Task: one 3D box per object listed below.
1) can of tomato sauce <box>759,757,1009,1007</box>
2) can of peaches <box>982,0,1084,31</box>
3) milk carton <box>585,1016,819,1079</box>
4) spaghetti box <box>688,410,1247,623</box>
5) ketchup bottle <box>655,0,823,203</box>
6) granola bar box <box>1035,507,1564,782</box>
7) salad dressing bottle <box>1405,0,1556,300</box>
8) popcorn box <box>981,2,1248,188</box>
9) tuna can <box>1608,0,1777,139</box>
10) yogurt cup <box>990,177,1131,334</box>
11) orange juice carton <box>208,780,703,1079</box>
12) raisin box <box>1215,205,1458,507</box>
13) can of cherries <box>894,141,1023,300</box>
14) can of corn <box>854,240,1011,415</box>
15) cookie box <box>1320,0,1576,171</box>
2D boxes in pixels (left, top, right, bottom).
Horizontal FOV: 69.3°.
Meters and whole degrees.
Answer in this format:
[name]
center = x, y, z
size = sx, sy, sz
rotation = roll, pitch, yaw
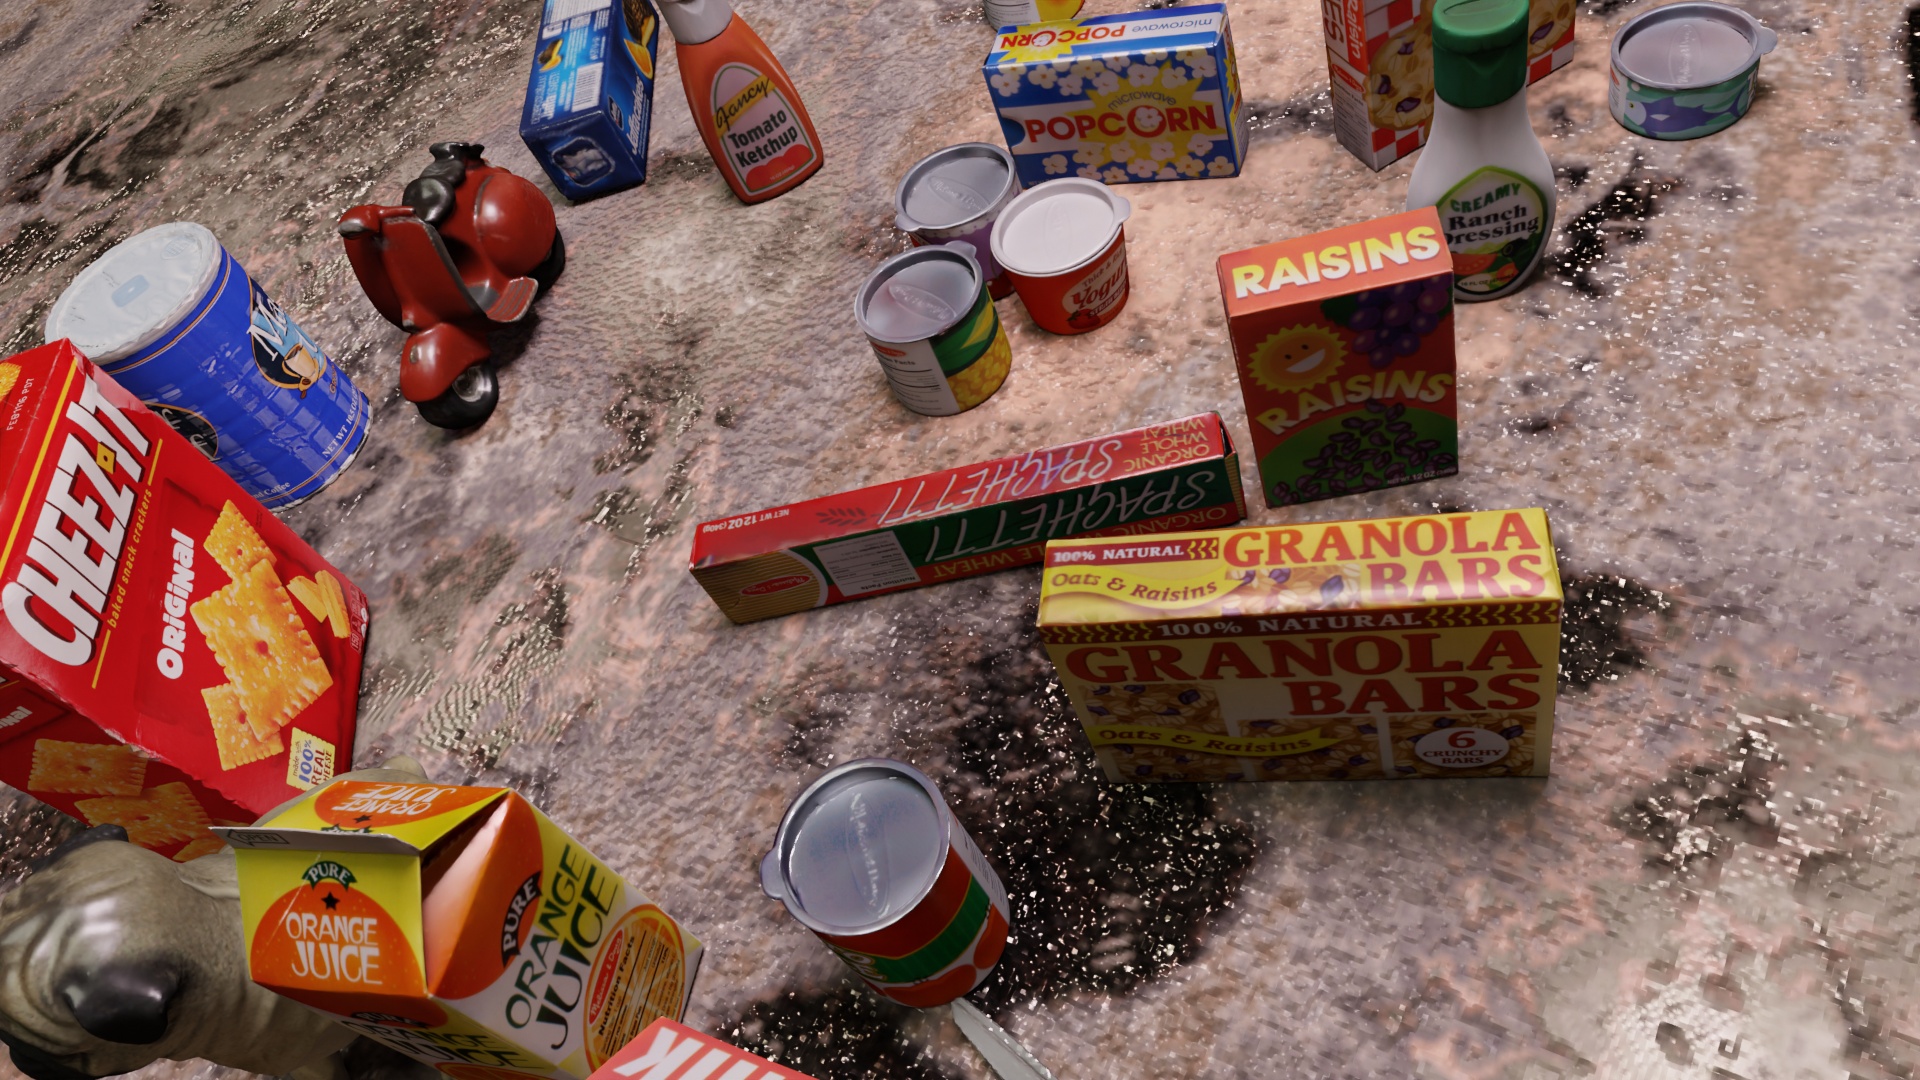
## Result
[can of tomato sauce]
center = -0.025, 0.130, 0.515
size = 0.071, 0.082, 0.071
rotation = -10, 52, 14
[can of peaches]
center = 0.043, -0.362, 0.875
size = 0.071, 0.057, 0.071
rotation = -10, 52, 13
[milk carton]
center = -0.053, 0.199, 0.404
size = 0.072, 0.189, 0.074
rotation = 10, 59, 27
[spaghetti box]
center = 0.002, -0.008, 0.630
size = 0.250, 0.050, 0.029
rotation = -12, 52, 12
[ketchup bottle]
center = -0.135, -0.271, 0.815
size = 0.065, 0.148, 0.044
rotation = -29, 50, -2
[granola bar box]
center = 0.123, 0.043, 0.499
size = 0.165, 0.123, 0.039
rotation = -4, 54, 18
[salad dressing bottle]
center = 0.226, -0.170, 0.605
size = 0.064, 0.147, 0.044
rotation = -8, 53, 15
[popcorn box]
center = 0.085, -0.236, 0.747
size = 0.126, 0.085, 0.038
rotation = 2, 56, 22
[tuna can]
center = 0.354, -0.228, 0.675
size = 0.071, 0.032, 0.071
rotation = -10, 52, 13
[yogurt cup]
center = 0.054, -0.143, 0.709
size = 0.072, 0.053, 0.073
rotation = -10, 52, 13
[orange juice carton]
center = -0.171, 0.141, 0.490
size = 0.072, 0.192, 0.073
rotation = -1, 55, 20
[raisin box]
center = 0.158, -0.071, 0.571
size = 0.086, 0.123, 0.040
rotation = -10, 52, 14
[can of cherries]
center = 0.003, -0.168, 0.744
size = 0.071, 0.058, 0.072
rotation = -10, 52, 13
[can of corn]
center = -0.011, -0.107, 0.704
size = 0.071, 0.058, 0.071
rotation = -10, 52, 13
[cookie box]
center = 0.236, -0.279, 0.669
size = 0.123, 0.166, 0.040
rotation = -30, 50, -2
